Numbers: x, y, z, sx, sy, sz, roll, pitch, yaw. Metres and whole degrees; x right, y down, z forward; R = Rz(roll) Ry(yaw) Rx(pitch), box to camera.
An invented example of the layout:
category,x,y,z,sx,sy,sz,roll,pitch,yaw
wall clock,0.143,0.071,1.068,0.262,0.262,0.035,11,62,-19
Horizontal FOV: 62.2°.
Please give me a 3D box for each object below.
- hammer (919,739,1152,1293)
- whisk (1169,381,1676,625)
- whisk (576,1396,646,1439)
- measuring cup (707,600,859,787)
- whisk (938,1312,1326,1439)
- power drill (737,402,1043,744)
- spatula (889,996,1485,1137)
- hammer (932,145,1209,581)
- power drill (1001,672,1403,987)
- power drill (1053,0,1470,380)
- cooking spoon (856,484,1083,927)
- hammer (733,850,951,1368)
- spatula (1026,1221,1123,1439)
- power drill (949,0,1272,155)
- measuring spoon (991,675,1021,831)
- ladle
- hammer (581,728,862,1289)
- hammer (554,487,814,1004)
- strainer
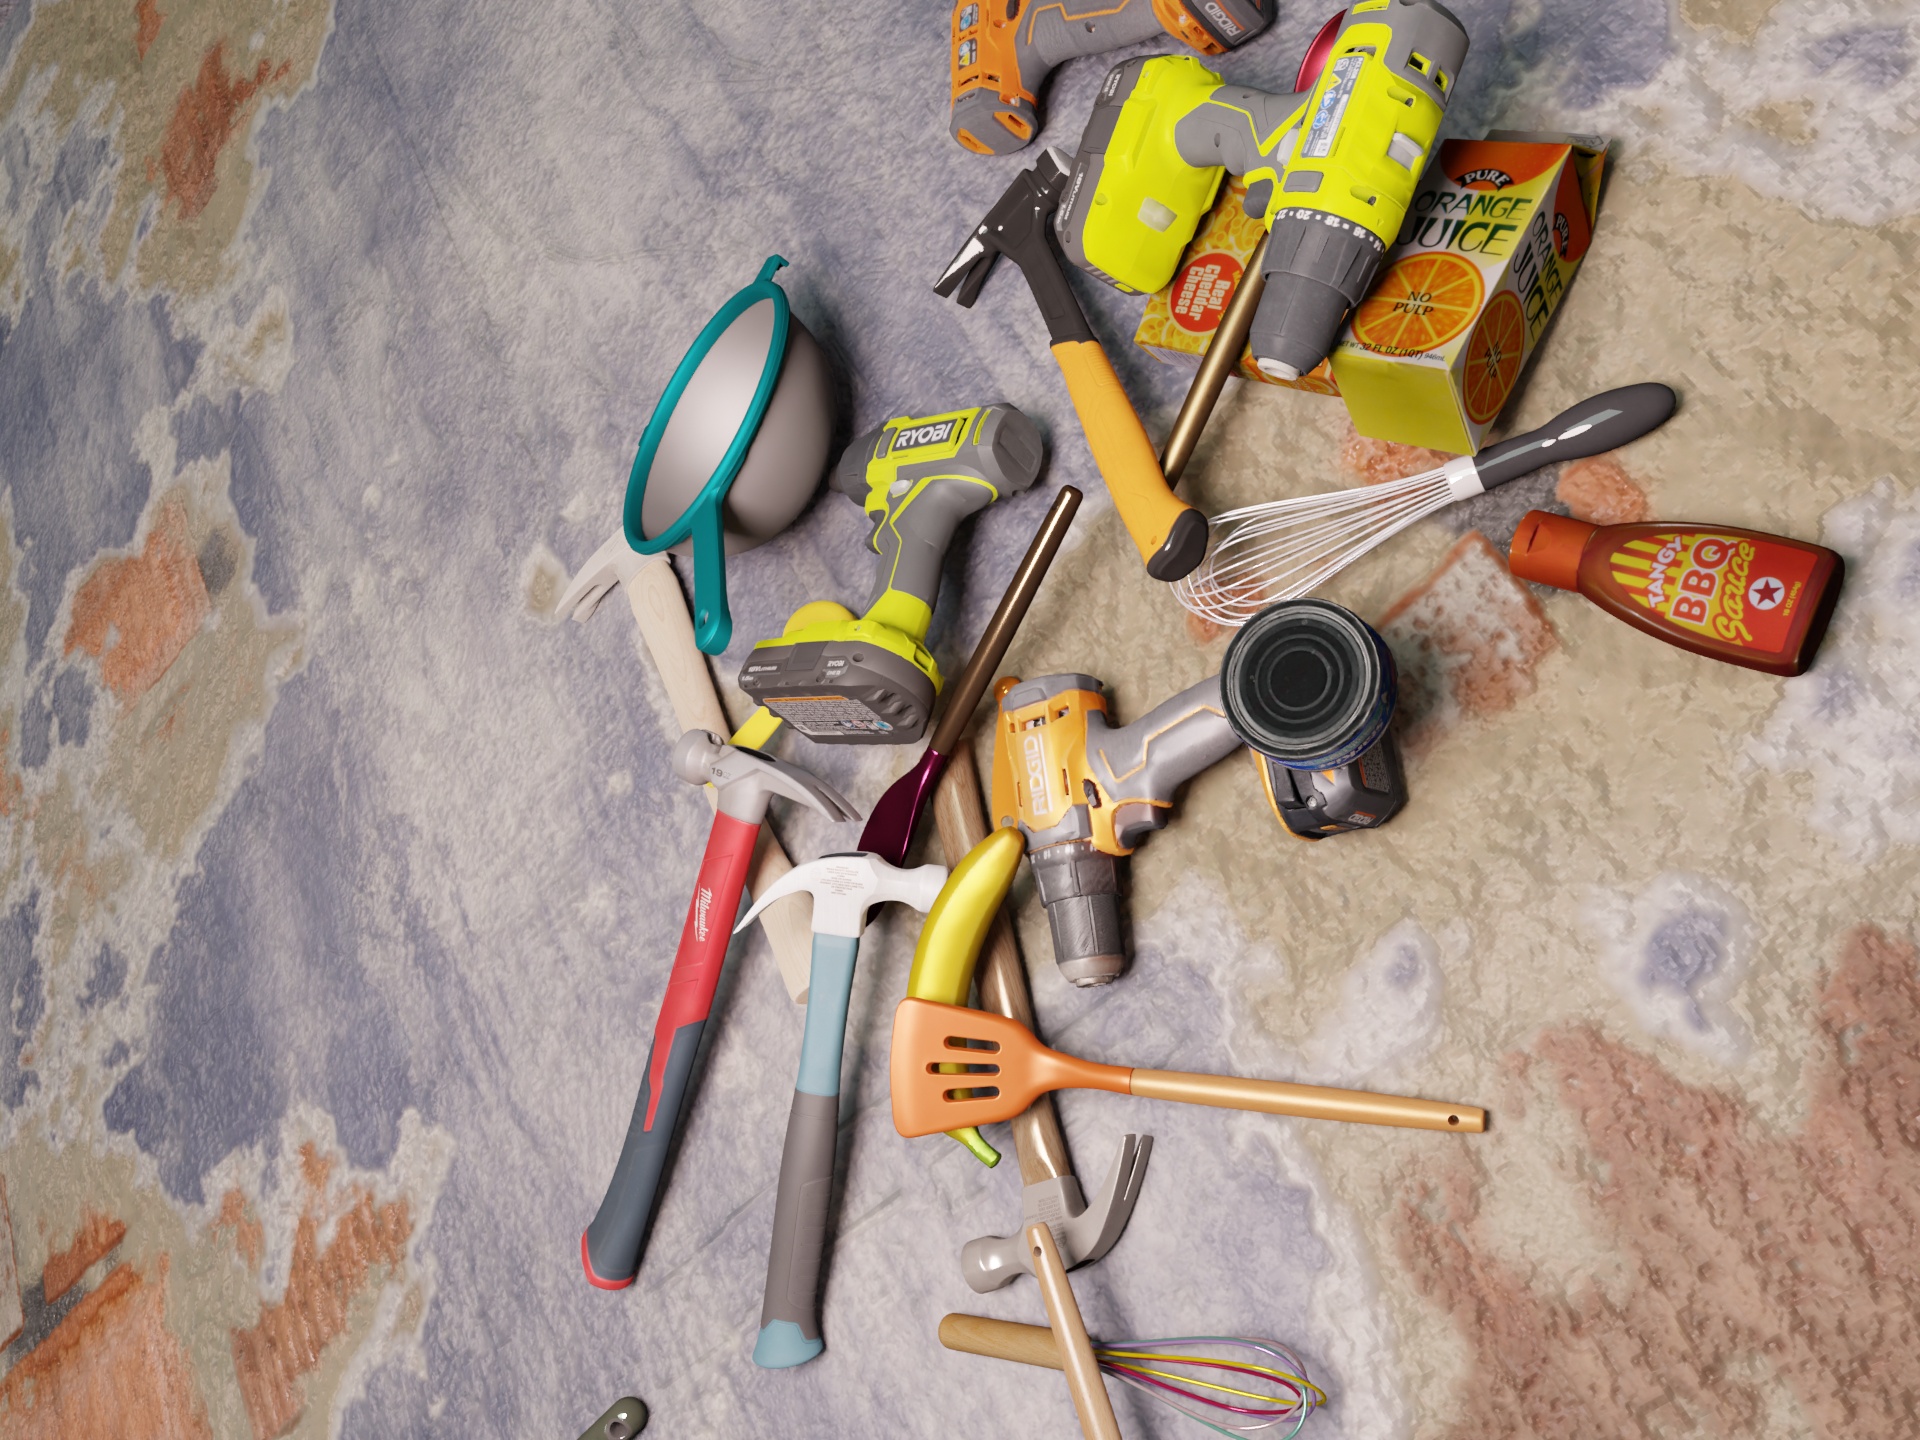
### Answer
category,x,y,z,sx,sy,sz,roll,pitch,yaw
hammer,0.027,0.165,0.970,0.130,0.031,0.332,-26,64,28
whisk,0.245,-0.122,0.875,0.284,0.070,0.070,-21,67,25
whisk,-0.299,0.548,1.100,0.058,0.059,0.246,43,103,-4
measuring cup,-0.128,-0.018,1.097,0.062,0.029,0.156,36,81,27
whisk,0.088,0.355,0.878,0.245,0.047,0.051,-8,76,38
power drill,-0.052,-0.099,1.039,0.171,0.080,0.223,-1,60,43
spatula,0.115,0.201,0.863,0.323,0.041,0.081,1,88,24
hammer,0.072,-0.211,0.983,0.127,0.034,0.337,-44,47,31
power drill,0.128,0.045,0.902,0.226,0.084,0.185,-18,71,35
power drill,0.154,-0.289,0.875,0.229,0.080,0.190,27,97,54
cooking spoon,-0.002,-0.003,0.989,0.318,0.017,0.069,-63,29,19
hammer,-0.090,0.244,0.993,0.128,0.033,0.331,8,95,7
spatula,0.094,0.421,0.833,0.082,0.044,0.318,-29,68,29
power drill,0.088,-0.492,1.062,0.226,0.084,0.164,-11,72,37
measuring spoon,0.029,0.023,1.000,0.021,0.011,0.117,-3,63,9
ladle,0.171,-0.256,0.925,0.069,0.031,0.315,34,102,51
hammer,-0.176,0.209,1.066,0.143,0.038,0.386,21,100,31
hammer,-0.186,0.024,1.152,0.146,0.038,0.411,-40,59,23
strainer,-0.141,-0.152,1.088,0.211,0.095,0.341,-45,36,30
